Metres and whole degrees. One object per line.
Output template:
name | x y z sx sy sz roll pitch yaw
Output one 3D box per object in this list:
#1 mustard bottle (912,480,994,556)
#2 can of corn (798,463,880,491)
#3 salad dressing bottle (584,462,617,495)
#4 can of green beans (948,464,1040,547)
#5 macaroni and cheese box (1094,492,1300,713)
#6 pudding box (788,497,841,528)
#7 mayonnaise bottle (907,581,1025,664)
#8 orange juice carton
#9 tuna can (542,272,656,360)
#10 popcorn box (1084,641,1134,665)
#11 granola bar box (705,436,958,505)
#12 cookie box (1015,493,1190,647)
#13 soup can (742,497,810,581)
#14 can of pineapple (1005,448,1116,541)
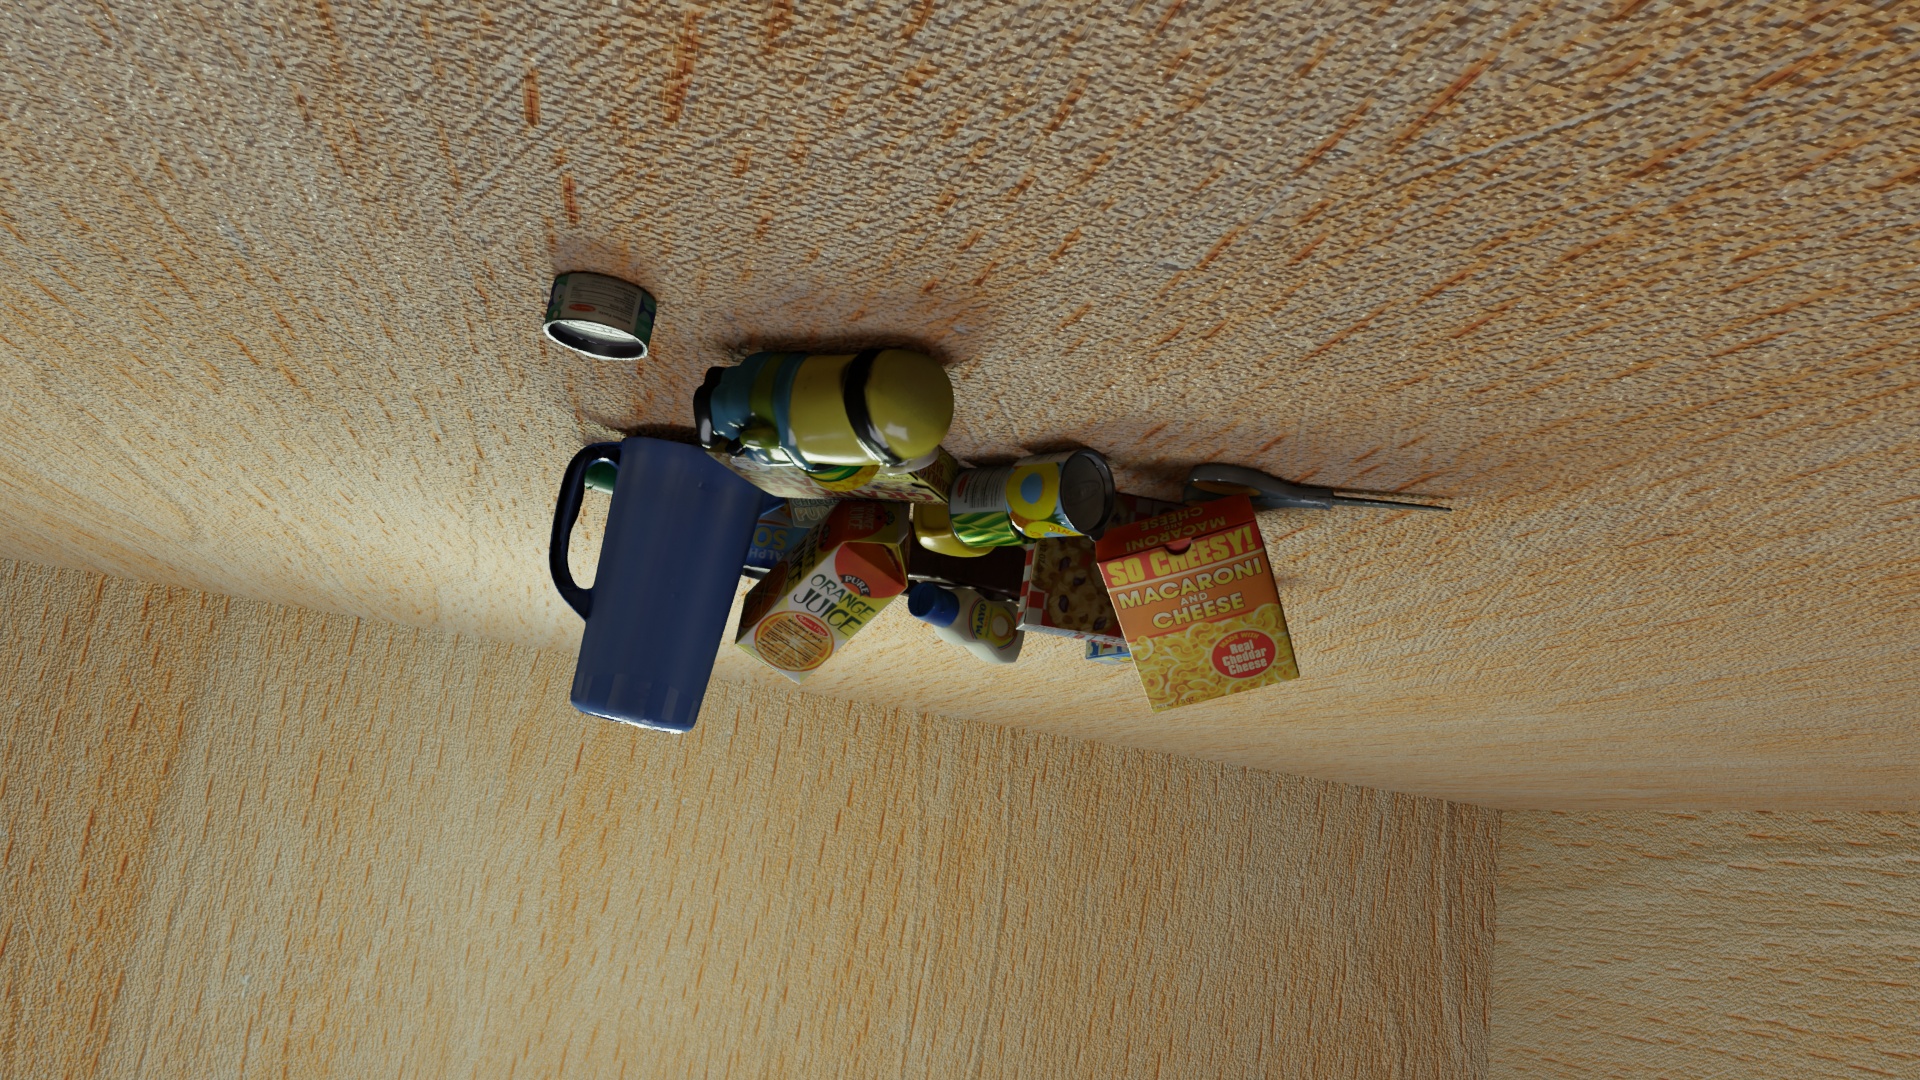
mustard bottle | 0.004 -0.015 1.220 0.049 0.065 0.160 3 173 19
can of corn | -0.095 -0.073 1.007 0.071 0.071 0.058 5 167 15
salad dressing bottle | -0.281 -0.048 1.293 0.148 0.044 0.064 18 170 -31
can of green beans | 0.033 -0.028 1.127 0.058 0.071 0.071 -3 163 38
macaroni and cheese box | 0.187 0.053 1.088 0.123 0.040 0.165 -16 125 11
pudding box | -0.107 -0.036 1.218 0.084 0.030 0.049 5 127 15
mayonnaise bottle | 0.007 0.077 1.362 0.041 0.065 0.148 0 163 38
orange juice carton | -0.105 0.031 1.189 0.073 0.072 0.192 36 119 -23
tuna can | -0.227 -0.140 0.877 0.071 0.033 0.071 8 167 2
popcorn box | 0.151 0.044 1.232 0.038 0.127 0.085 11 167 -22
granola bar box | -0.101 -0.065 1.113 0.165 0.039 0.124 4 167 21
cookie box | 0.139 0.026 1.165 0.167 0.123 0.040 10 167 -7
soup can | -0.177 -0.007 1.313 0.071 0.084 0.071 8 167 2
can of pineapple | 0.077 -0.034 1.066 0.058 0.071 0.071 -4 162 45
